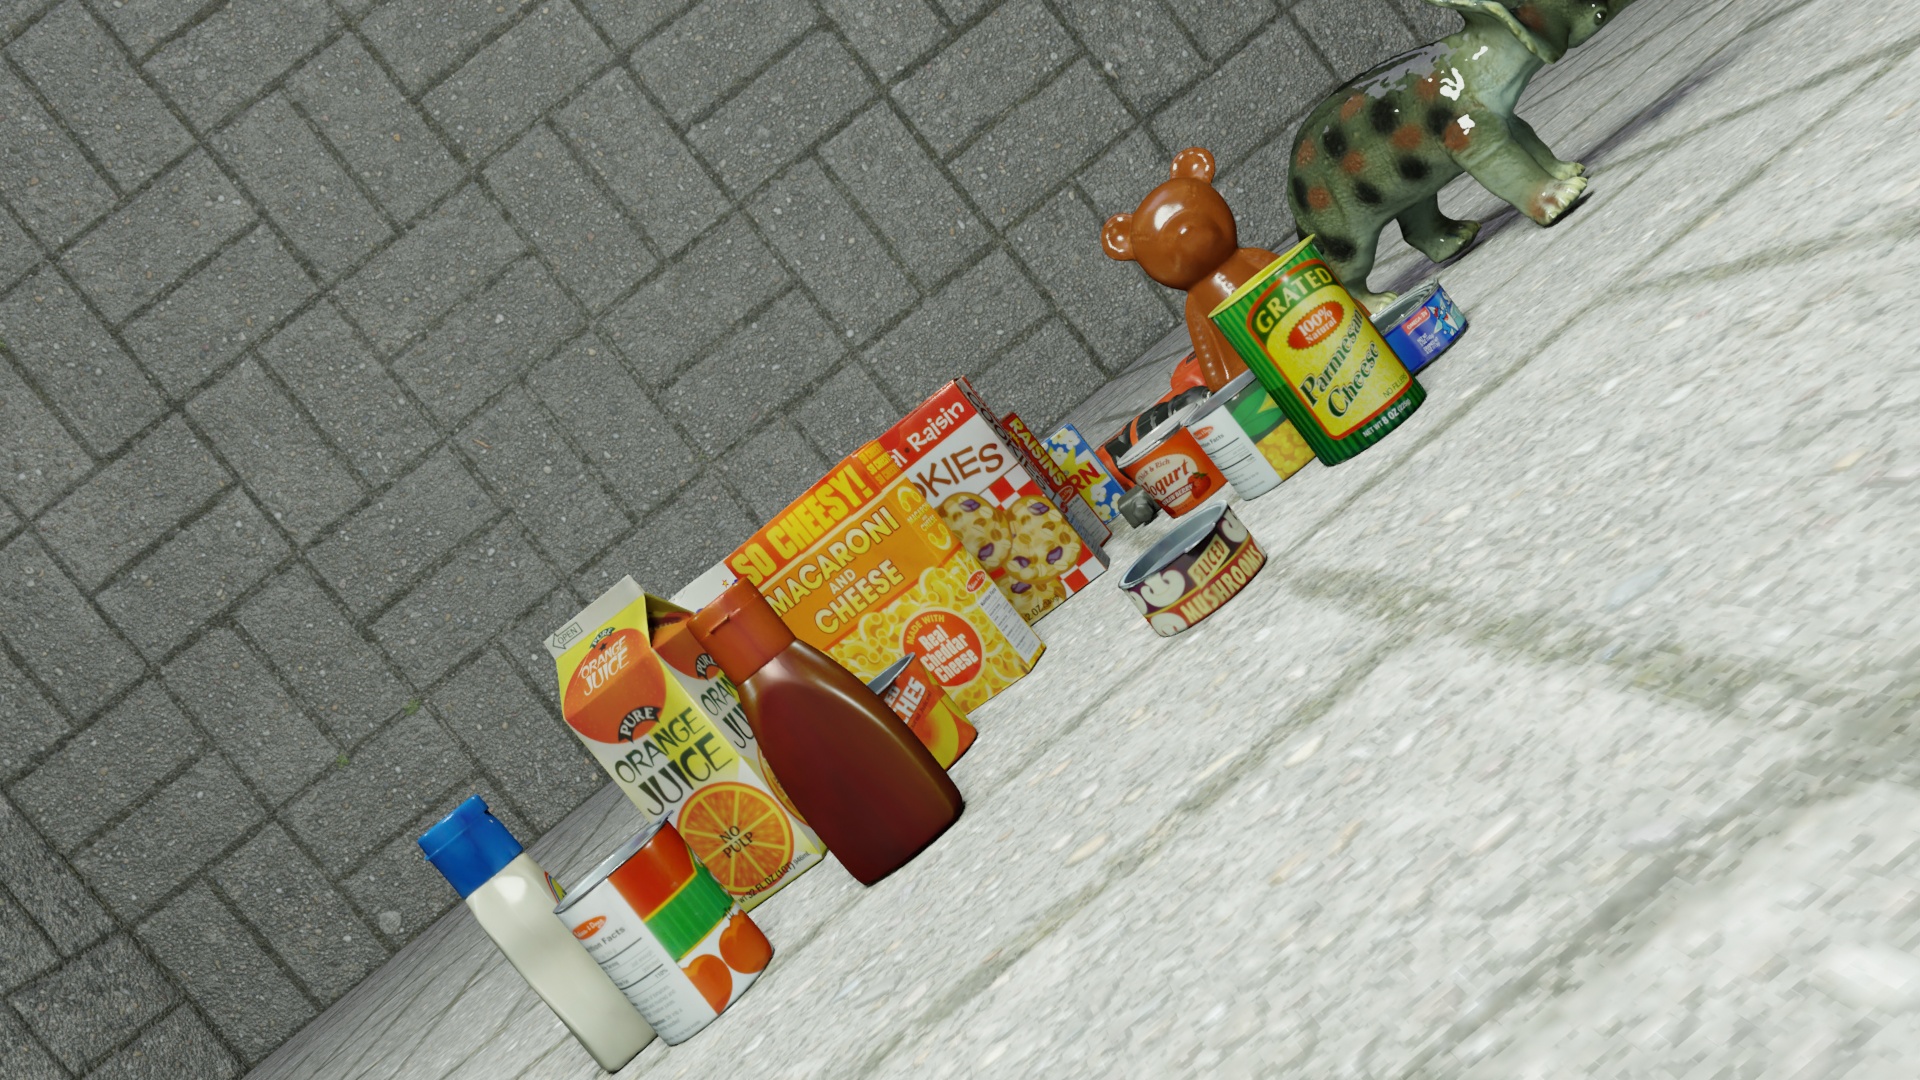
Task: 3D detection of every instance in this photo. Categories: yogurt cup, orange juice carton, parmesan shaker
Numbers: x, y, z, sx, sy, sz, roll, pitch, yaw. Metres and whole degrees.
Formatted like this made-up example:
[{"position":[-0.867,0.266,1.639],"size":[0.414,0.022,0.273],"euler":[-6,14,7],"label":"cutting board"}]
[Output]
[{"position":[0.148,-0.052,0.934],"size":[0.072,0.054,0.072],"euler":[-39,4,3],"label":"yogurt cup"},{"position":[-0.155,0.113,0.801],"size":[0.071,0.192,0.073],"euler":[-38,4,16],"label":"orange juice carton"},{"position":[0.191,-0.100,0.734],"size":[0.071,0.103,0.071],"euler":[-39,4,3],"label":"parmesan shaker"}]

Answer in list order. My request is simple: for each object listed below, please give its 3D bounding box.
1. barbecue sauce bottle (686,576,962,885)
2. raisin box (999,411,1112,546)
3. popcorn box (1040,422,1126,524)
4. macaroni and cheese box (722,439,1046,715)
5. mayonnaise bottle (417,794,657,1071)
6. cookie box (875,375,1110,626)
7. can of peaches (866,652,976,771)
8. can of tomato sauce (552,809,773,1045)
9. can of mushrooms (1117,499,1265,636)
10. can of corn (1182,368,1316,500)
[{"position":[-0.067,0.085,0.645],"size":[0.065,0.148,0.044],"euler":[-38,4,9],"label":"barbecue sauce bottle"},{"position":[0.045,-0.026,1.072],"size":[0.085,0.123,0.040],"euler":[-35,5,46],"label":"raisin box"},{"position":[0.067,-0.027,1.151],"size":[0.126,0.085,0.038],"euler":[-38,4,4],"label":"popcorn box"},{"position":[-0.048,0.039,0.856],"size":[0.123,0.166,0.040],"euler":[-37,4,27],"label":"macaroni and cheese box"},{"position":[-0.208,0.194,0.692],"size":[0.041,0.148,0.064],"euler":[-40,4,-14],"label":"mayonnaise bottle"},{"position":[0.003,-0.012,0.965],"size":[0.122,0.167,0.040],"euler":[-38,4,15],"label":"cookie box"},{"position":[-0.033,0.105,0.766],"size":[0.071,0.058,0.071],"euler":[-39,4,3],"label":"can of peaches"},{"position":[-0.138,0.182,0.657],"size":[0.071,0.083,0.071],"euler":[-39,4,3],"label":"can of tomato sauce"},{"position":[0.112,0.014,0.666],"size":[0.071,0.033,0.071],"euler":[-39,4,3],"label":"can of mushrooms"},{"position":[0.176,-0.067,0.813],"size":[0.071,0.058,0.071],"euler":[-39,4,3],"label":"can of corn"}]
